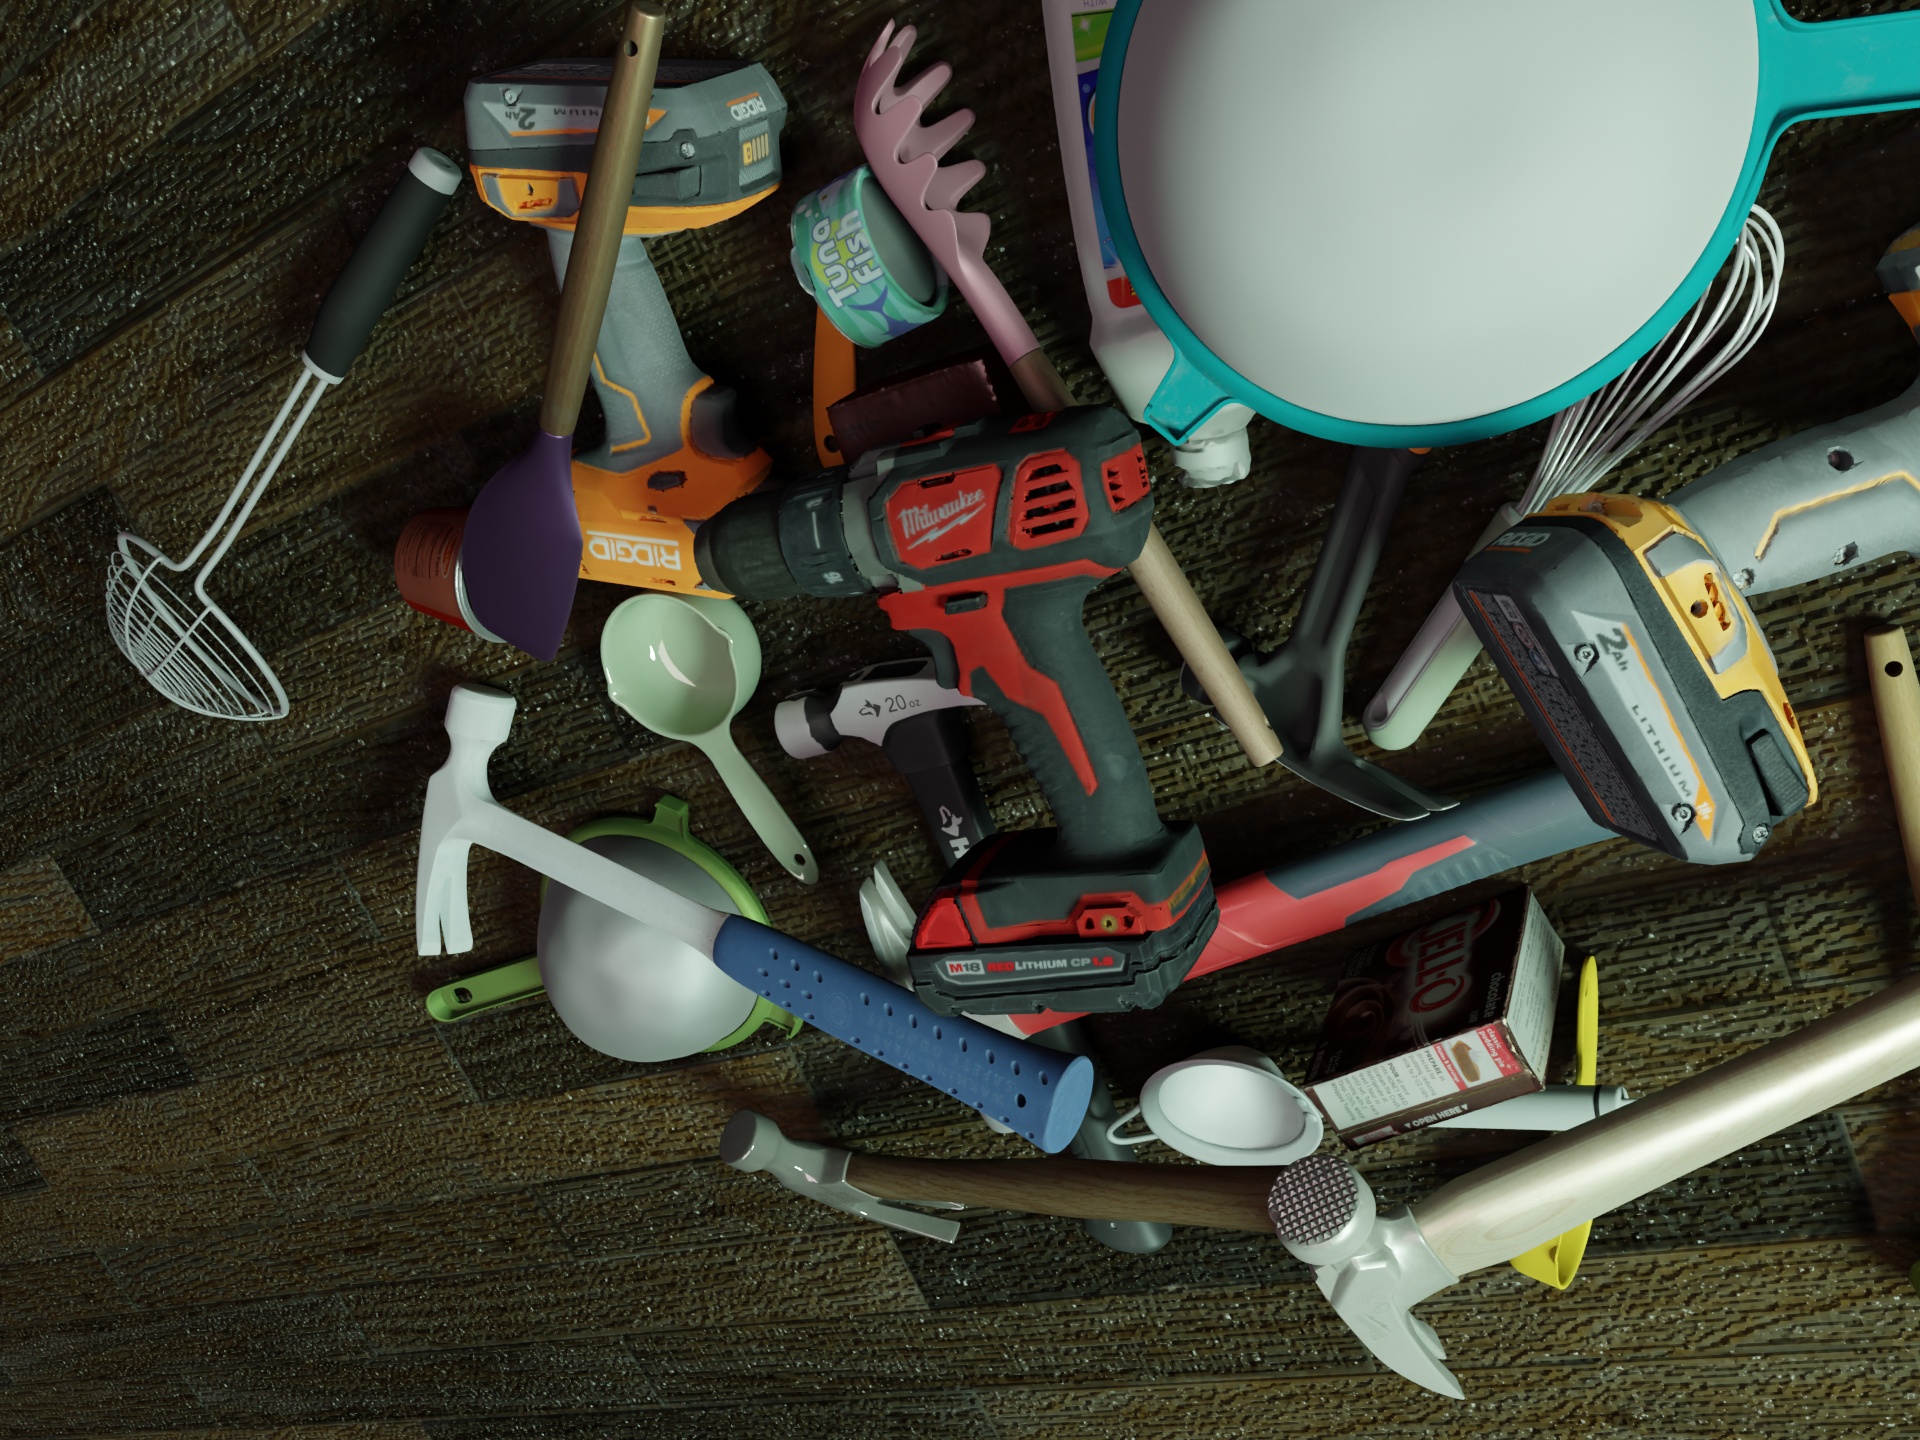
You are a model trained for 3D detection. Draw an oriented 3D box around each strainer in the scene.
[{"bbox_3d":[0.184,0.172,0.717,0.258,0.050,0.086,-8,129,35],"label":"strainer"},{"bbox_3d":[0.200,-0.180,0.456,0.340,0.095,0.211,-1,110,16],"label":"strainer"},{"bbox_3d":[-0.222,0.146,0.885,0.256,0.069,0.151,-19,106,29],"label":"strainer"}]

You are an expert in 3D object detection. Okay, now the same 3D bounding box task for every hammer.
[{"bbox_3d":[0.036,0.122,0.779,0.146,0.035,0.334,-14,109,29],"label":"hammer"},{"bbox_3d":[-0.120,0.106,0.754,0.406,0.035,0.144,20,99,31],"label":"hammer"},{"bbox_3d":[0.322,0.126,0.578,0.410,0.038,0.146,-31,125,12],"label":"hammer"},{"bbox_3d":[0.172,-0.129,0.573,0.127,0.034,0.336,38,126,40],"label":"hammer"},{"bbox_3d":[0.032,0.224,0.765,0.331,0.031,0.130,-13,142,44],"label":"hammer"},{"bbox_3d":[0.140,0.062,0.674,0.386,0.038,0.143,-25,105,25],"label":"hammer"}]

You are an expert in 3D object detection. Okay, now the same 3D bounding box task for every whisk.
[{"bbox_3d":[0.216,-0.080,0.593,0.059,0.058,0.246,12,129,-17],"label":"whisk"}]

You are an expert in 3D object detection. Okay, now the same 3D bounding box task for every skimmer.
[{"bbox_3d":[-0.338,-0.139,0.820,0.127,0.090,0.363,43,114,2],"label":"skimmer"}]

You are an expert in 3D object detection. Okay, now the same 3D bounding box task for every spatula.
[{"bbox_3d":[-0.164,-0.143,0.653,0.060,0.018,0.315,30,132,3],"label":"spatula"}]

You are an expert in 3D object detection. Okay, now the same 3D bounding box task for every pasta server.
[{"bbox_3d":[0.045,-0.122,0.618,0.040,0.060,0.316,-30,93,25],"label":"pasta server"}]

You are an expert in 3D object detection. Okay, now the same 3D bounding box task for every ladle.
[{"bbox_3d":[0.390,0.112,0.620,0.078,0.062,0.320,-14,102,24],"label":"ladle"}]

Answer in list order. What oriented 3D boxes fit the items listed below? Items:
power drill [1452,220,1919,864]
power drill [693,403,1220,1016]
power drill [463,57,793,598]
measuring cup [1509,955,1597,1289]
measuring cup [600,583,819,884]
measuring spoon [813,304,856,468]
[{"bbox_3d":[0.300,-0.043,0.511,0.226,0.084,0.185,-34,98,1],"label":"power drill"},{"bbox_3d":[-0.001,-0.002,0.628,0.188,0.080,0.226,-7,106,27],"label":"power drill"},{"bbox_3d":[-0.118,-0.158,0.683,0.164,0.084,0.226,10,122,20],"label":"power drill"},{"bbox_3d":[0.262,0.175,0.703,0.029,0.062,0.156,8,107,36],"label":"measuring cup"},{"bbox_3d":[-0.110,0.005,0.786,0.083,0.038,0.167,-23,105,31],"label":"measuring cup"},{"bbox_3d":[-0.057,-0.162,0.692,0.021,0.011,0.116,12,119,18],"label":"measuring spoon"}]
